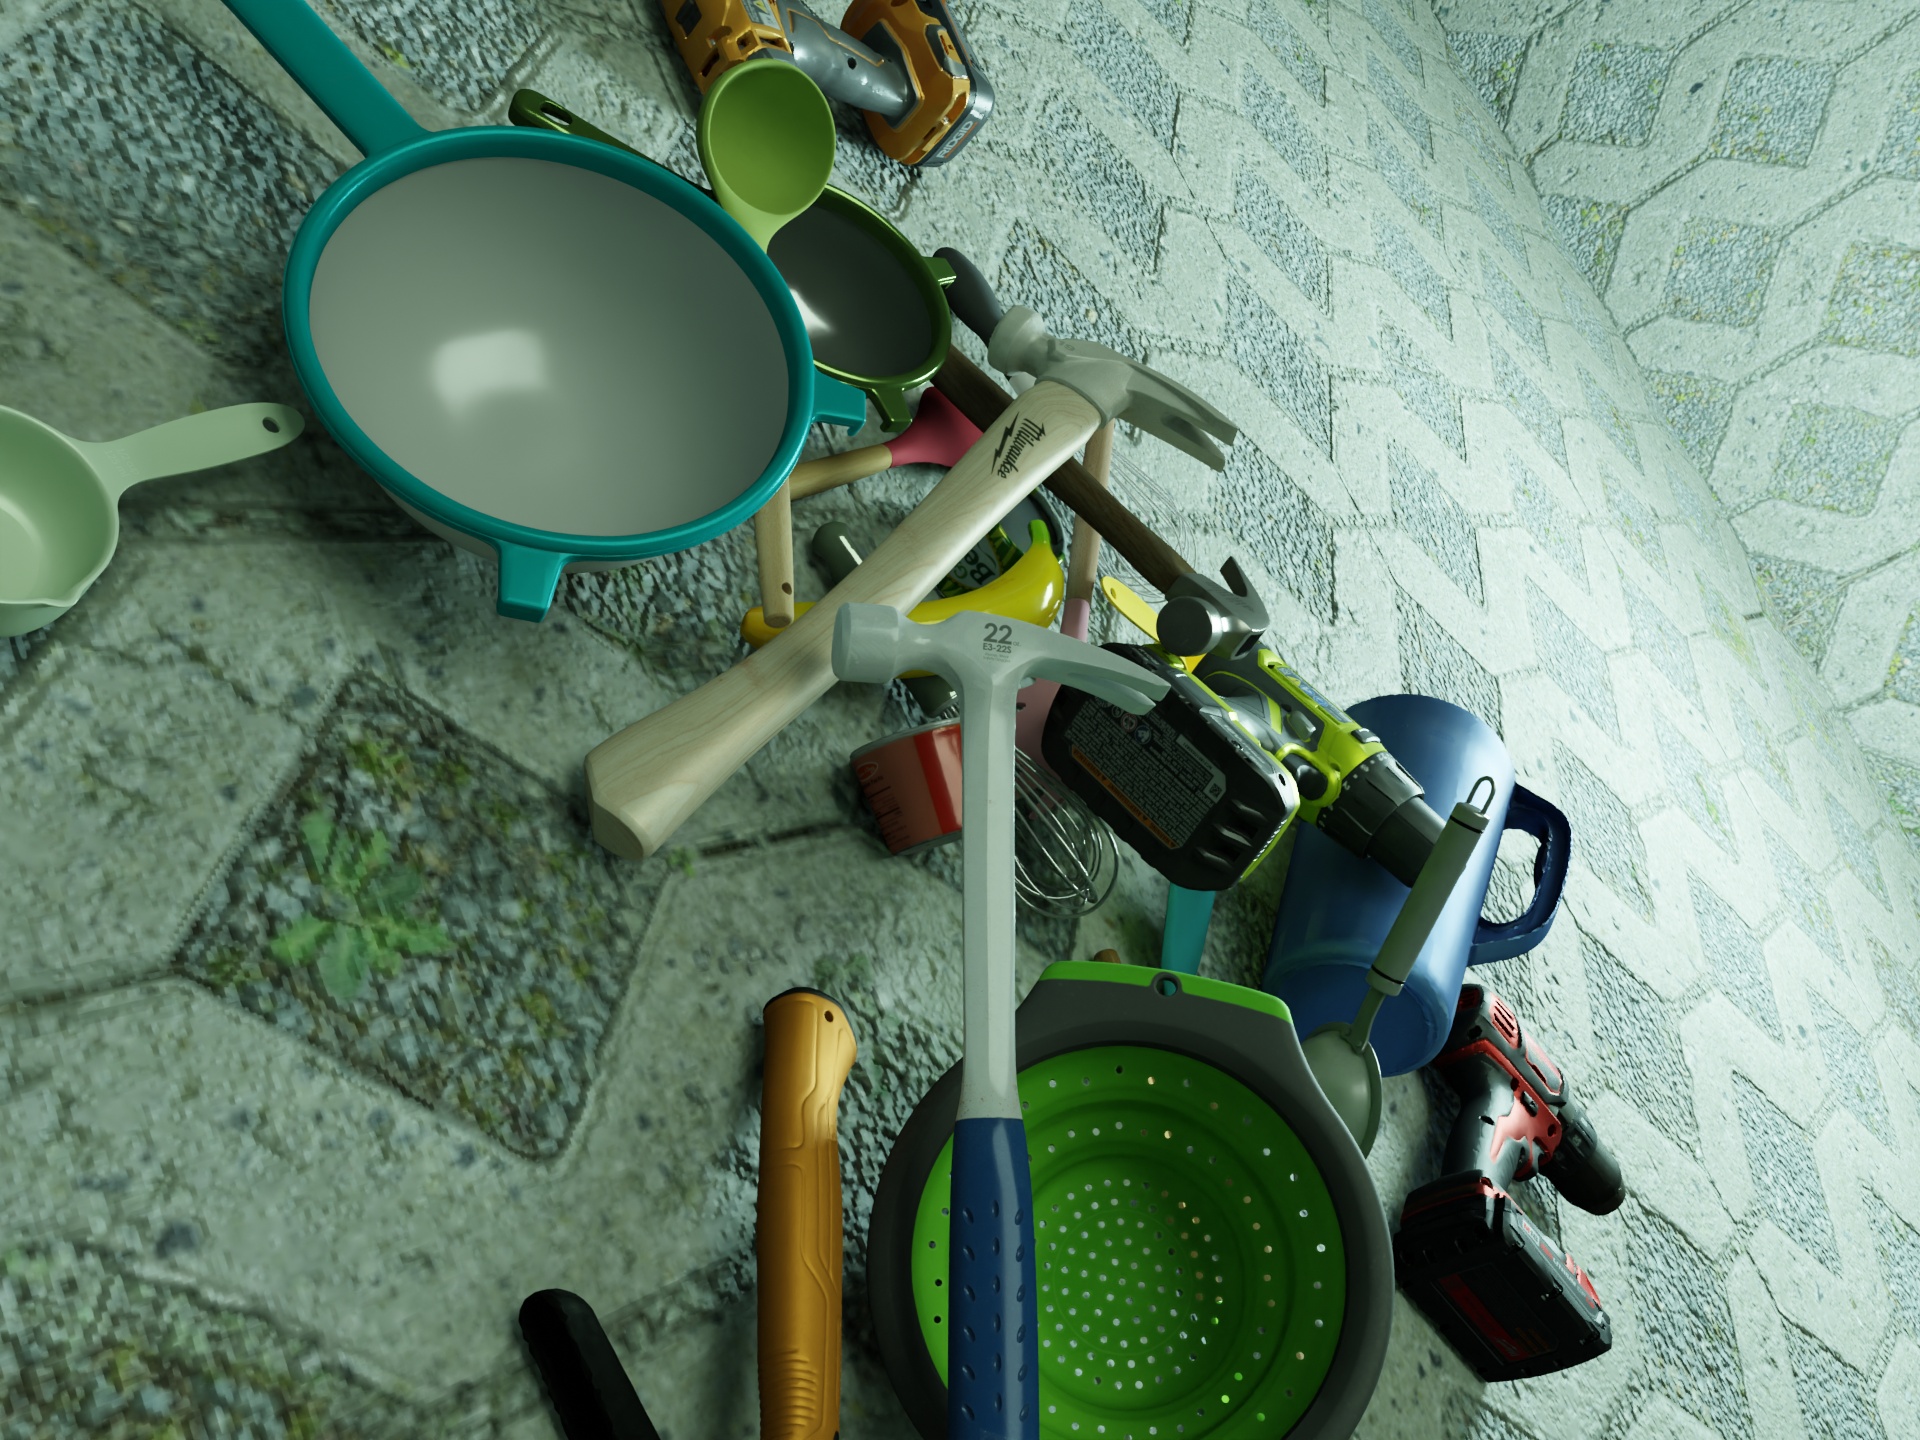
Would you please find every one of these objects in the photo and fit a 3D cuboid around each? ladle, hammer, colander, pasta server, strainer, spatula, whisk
[{"bbox_3d":[-0.060,-0.142,0.883,0.315,0.031,0.069,-29,87,-52],"label":"ladle"},{"bbox_3d":[-0.018,-0.070,0.757,0.146,0.038,0.411,31,52,15],"label":"hammer"},{"bbox_3d":[0.052,0.299,0.623,0.094,0.204,0.397,80,20,-64],"label":"colander"},{"bbox_3d":[0.066,-0.086,0.939,0.060,0.040,0.316,33,49,-29],"label":"pasta server"},{"bbox_3d":[-0.129,-0.245,0.857,0.256,0.069,0.152,27,48,-16],"label":"strainer"},{"bbox_3d":[0.152,0.217,0.839,0.082,0.044,0.318,32,40,-62],"label":"spatula"},{"bbox_3d":[0.017,0.144,0.617,0.144,0.035,0.406,5,67,-12],"label":"hammer"},{"bbox_3d":[-0.062,0.232,0.547,0.127,0.034,0.337,38,30,-33],"label":"hammer"},{"bbox_3d":[-0.217,-0.187,0.681,0.340,0.095,0.211,48,55,6],"label":"strainer"},{"bbox_3d":[0.048,-0.151,0.907,0.331,0.031,0.130,46,24,20],"label":"hammer"},{"bbox_3d":[-0.001,-0.003,0.829,0.246,0.059,0.058,55,-2,4],"label":"whisk"},{"bbox_3d":[0.063,-0.196,1.043,0.070,0.070,0.285,-23,77,-53],"label":"whisk"},{"bbox_3d":[-0.088,-0.188,0.758,0.078,0.062,0.320,20,52,-41],"label":"ladle"},{"bbox_3d":[0.219,0.143,0.843,0.050,0.258,0.087,19,12,-23],"label":"strainer"}]

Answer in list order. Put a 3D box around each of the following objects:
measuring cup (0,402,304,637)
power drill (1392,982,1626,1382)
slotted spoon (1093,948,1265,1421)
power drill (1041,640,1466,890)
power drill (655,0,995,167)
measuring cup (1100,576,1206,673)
[{"bbox_3d":[-0.300,-0.079,0.551,0.083,0.038,0.167,54,34,-4],"label":"measuring cup"},{"bbox_3d":[0.351,0.294,0.987,0.187,0.080,0.227,49,34,-11],"label":"power drill"},{"bbox_3d":[0.115,0.260,0.781,0.070,0.031,0.314,12,53,-44],"label":"slotted spoon"},{"bbox_3d":[0.166,0.029,0.863,0.191,0.080,0.228,45,25,27],"label":"power drill"},{"bbox_3d":[-0.100,-0.455,1.028,0.226,0.084,0.185,-9,70,-47],"label":"power drill"},{"bbox_3d":[0.115,-0.048,0.981,0.156,0.029,0.062,34,45,-49],"label":"measuring cup"}]
